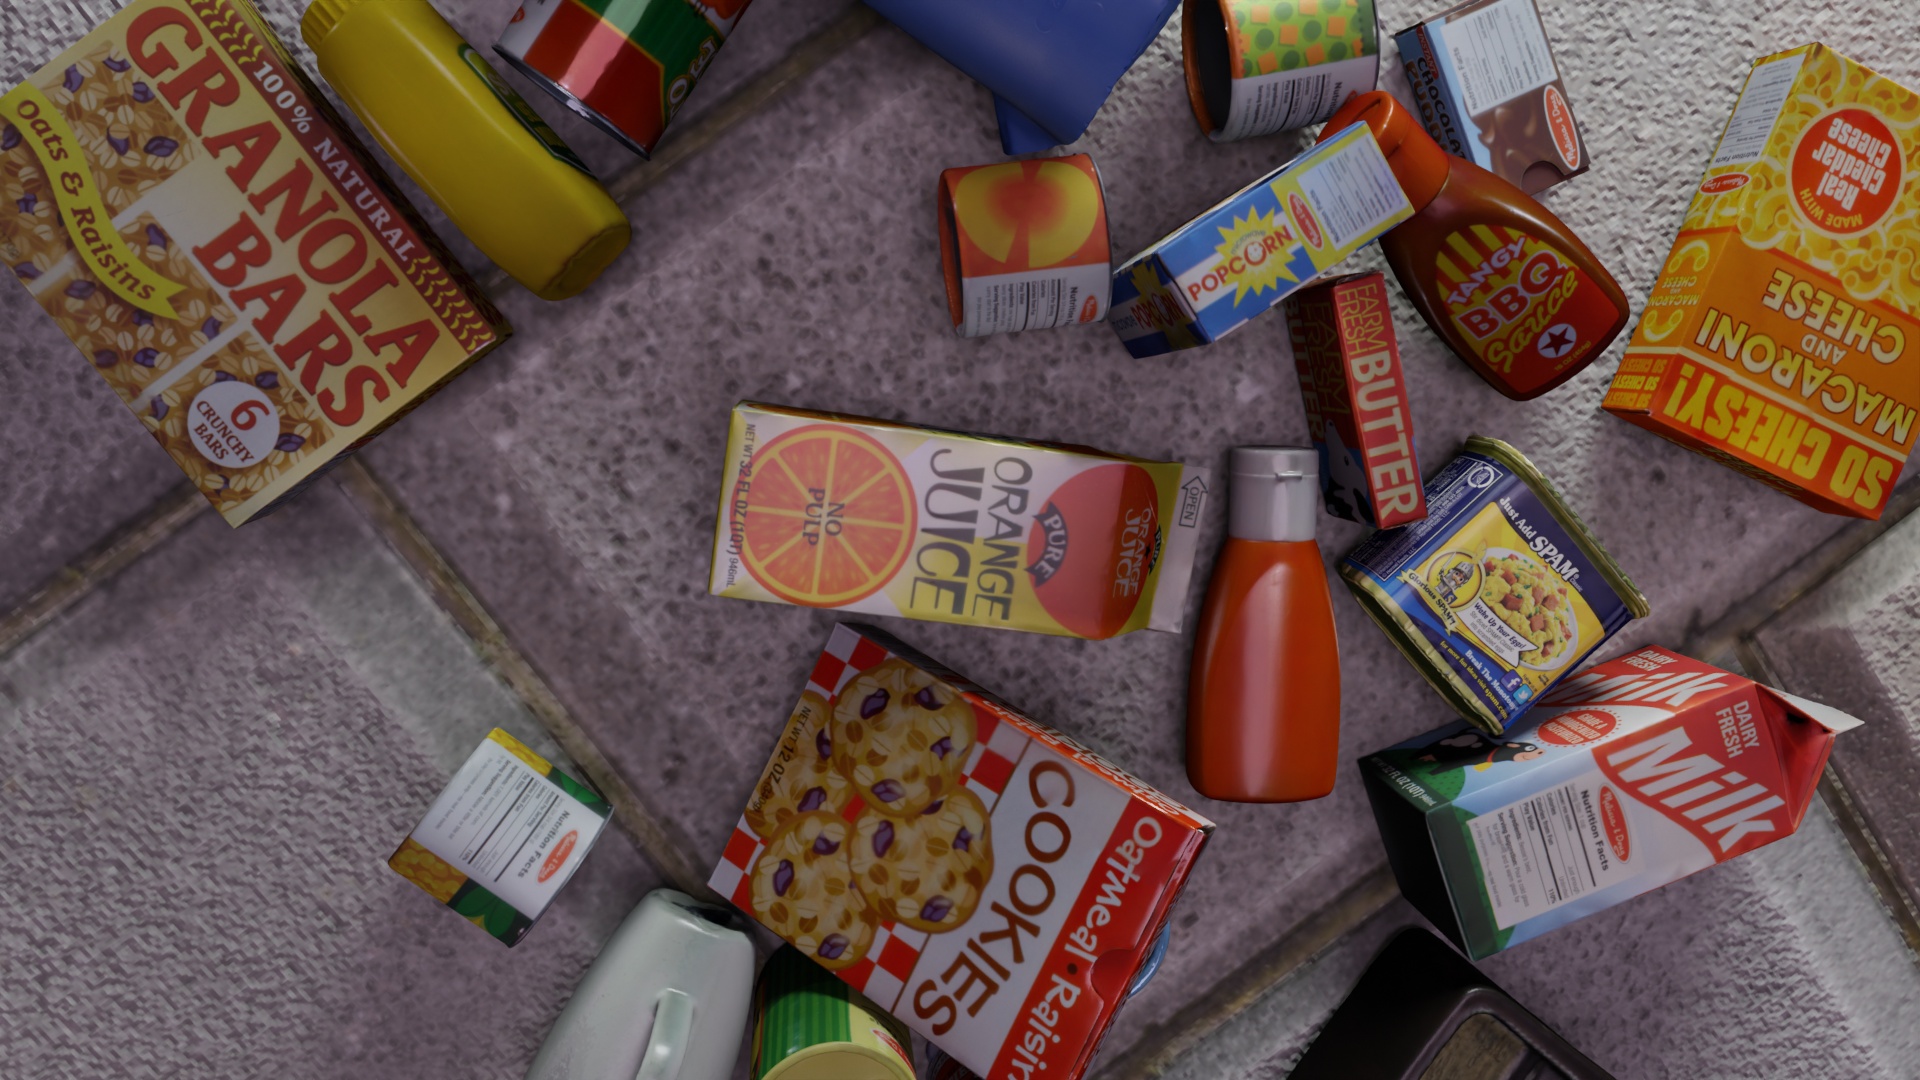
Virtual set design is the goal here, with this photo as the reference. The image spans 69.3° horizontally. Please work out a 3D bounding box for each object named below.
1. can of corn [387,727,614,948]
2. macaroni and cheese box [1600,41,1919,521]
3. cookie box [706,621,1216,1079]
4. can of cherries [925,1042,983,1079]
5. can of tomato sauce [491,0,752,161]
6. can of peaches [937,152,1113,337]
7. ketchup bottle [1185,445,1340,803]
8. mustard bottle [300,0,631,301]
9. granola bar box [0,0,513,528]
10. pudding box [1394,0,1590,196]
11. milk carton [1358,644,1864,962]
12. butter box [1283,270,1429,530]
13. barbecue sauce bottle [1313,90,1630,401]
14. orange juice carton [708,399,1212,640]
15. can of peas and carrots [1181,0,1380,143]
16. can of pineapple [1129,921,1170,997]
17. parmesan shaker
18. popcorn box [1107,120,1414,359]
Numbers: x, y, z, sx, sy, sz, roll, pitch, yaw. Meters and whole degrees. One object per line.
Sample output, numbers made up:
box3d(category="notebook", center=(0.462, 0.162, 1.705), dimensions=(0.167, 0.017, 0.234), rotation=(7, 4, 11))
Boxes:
box3d(category="can of corn", center=(-0.182, 0.117, 0.551), dimensions=(0.058, 0.071, 0.071), rotation=(38, 92, -10))
box3d(category="macaroni and cheese box", center=(0.371, -0.108, 0.601), dimensions=(0.124, 0.040, 0.166), rotation=(22, 94, -10))
box3d(category="cookie box", center=(-0.003, 0.124, 0.544), dimensions=(0.168, 0.040, 0.123), rotation=(28, 94, 22))
box3d(category="can of cherries", center=(0.018, 0.247, 0.596), dimensions=(0.071, 0.058, 0.071), rotation=(-1, 99, -7))
box3d(category="can of tomato sauce", center=(-0.120, -0.194, 0.514), dimensions=(0.071, 0.071, 0.083), rotation=(34, 92, -10))
box3d(category="can of peaches", center=(0.024, -0.117, 0.544), dimensions=(0.058, 0.071, 0.071), rotation=(-8, 99, -5))
box3d(category="ketchup bottle", center=(0.130, 0.035, 0.588), dimensions=(0.065, 0.043, 0.148), rotation=(0, 98, -8))
box3d(category="mustard bottle", center=(-0.192, -0.160, 0.511), dimensions=(0.049, 0.065, 0.160), rotation=(-43, 97, 5))
box3d(category="granola bar box", center=(-0.271, -0.107, 0.520), dimensions=(0.124, 0.039, 0.165), rotation=(-37, 100, 0))
box3d(category="pudding box", center=(0.220, -0.182, 0.577), dimensions=(0.050, 0.030, 0.083), rotation=(-25, 100, -4))
box3d(category="milk carton", center=(0.282, 0.103, 0.603), dimensions=(0.191, 0.072, 0.073), rotation=(-20, 100, -3))
box3d(category="butter box", center=(0.163, -0.058, 0.575), dimensions=(0.024, 0.053, 0.103), rotation=(-15, 100, -7))
box3d(category="barbecue sauce bottle", center=(0.200, -0.118, 0.553), dimensions=(0.148, 0.044, 0.064), rotation=(34, 118, -27))
box3d(category="orange juice carton", center=(0.002, -0.007, 0.551), dimensions=(0.193, 0.073, 0.071), rotation=(7, 97, -9))
box3d(category="can of peas and carrots", center=(0.123, -0.196, 0.545), dimensions=(0.059, 0.071, 0.071), rotation=(-12, 99, -5))
box3d(category="can of pineapple", center=(0.052, 0.156, 0.588), dimensions=(0.071, 0.058, 0.071), rotation=(-1, 98, -7))
box3d(category="parmesan shaker", center=(-0.051, 0.210, 0.559), dimensions=(0.071, 0.103, 0.071), rotation=(-1, 98, -7))
box3d(category="popcorn box", center=(0.103, -0.108, 0.523), dimensions=(0.085, 0.127, 0.038), rotation=(-32, 97, -2))
